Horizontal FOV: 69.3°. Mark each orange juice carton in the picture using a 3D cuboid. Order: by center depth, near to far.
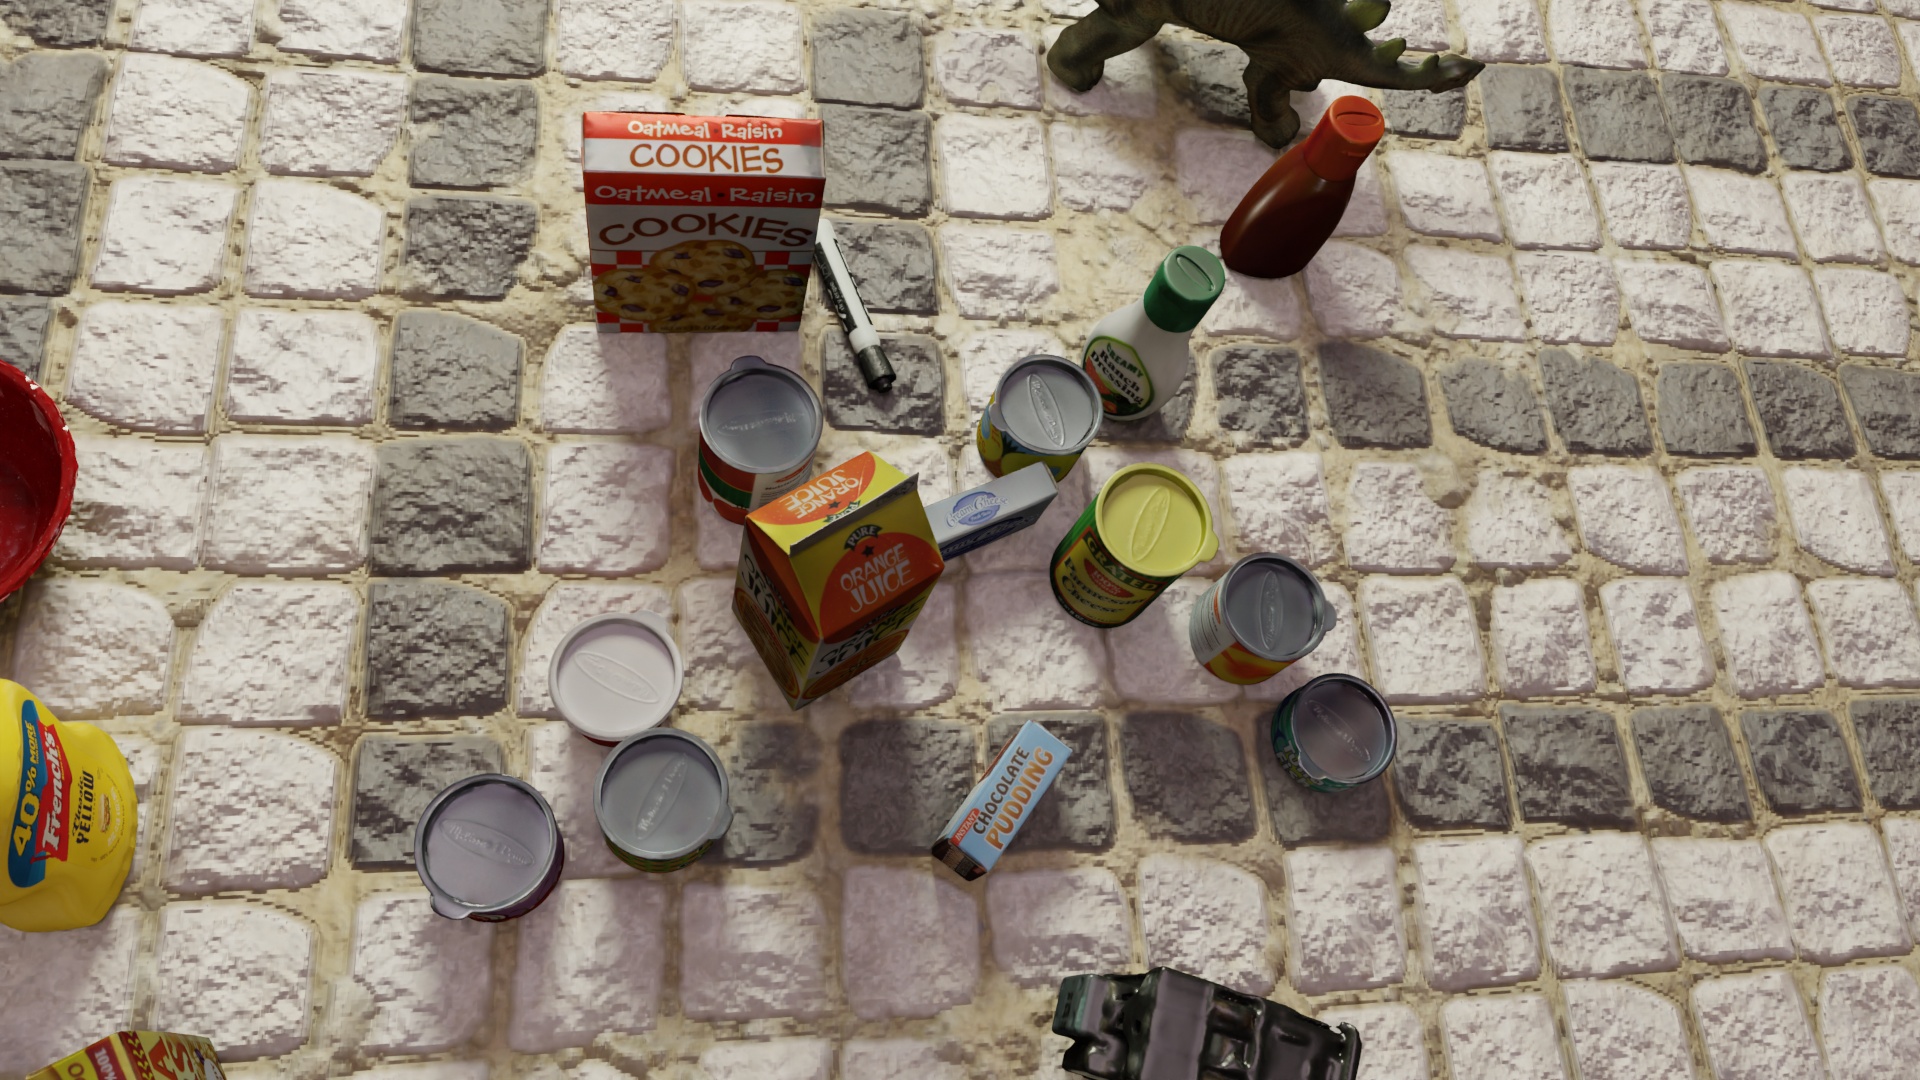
[{"bbox_3d":[-0.065,0.019,0.707,0.072,0.192,0.073,-29,78,-20],"label":"orange juice carton"}]

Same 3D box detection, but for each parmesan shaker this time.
[{"bbox_3d":[0.097,0.007,0.795,0.071,0.102,0.071,4,69,-11],"label":"parmesan shaker"}]

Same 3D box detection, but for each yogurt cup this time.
[{"bbox_3d":[-0.181,0.077,0.735,0.072,0.053,0.072,4,69,-11],"label":"yogurt cup"}]

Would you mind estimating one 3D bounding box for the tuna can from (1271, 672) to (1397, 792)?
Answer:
[{"bbox_3d":[0.218,0.115,0.817,0.071,0.032,0.071,4,68,-11],"label":"tuna can"}]

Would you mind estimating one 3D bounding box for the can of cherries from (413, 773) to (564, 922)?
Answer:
[{"bbox_3d":[-0.234,0.156,0.690,0.071,0.058,0.072,4,69,-11],"label":"can of cherries"}]

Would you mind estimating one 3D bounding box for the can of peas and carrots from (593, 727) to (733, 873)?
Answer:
[{"bbox_3d":[-0.152,0.136,0.716,0.071,0.058,0.071,4,69,-11],"label":"can of peas and carrots"}]

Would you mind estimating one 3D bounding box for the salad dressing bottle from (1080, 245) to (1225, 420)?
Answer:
[{"bbox_3d":[0.114,-0.122,0.825,0.044,0.147,0.064,-40,82,-22],"label":"salad dressing bottle"}]

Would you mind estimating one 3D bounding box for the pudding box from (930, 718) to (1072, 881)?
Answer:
[{"bbox_3d":[0.022,0.141,0.756,0.030,0.049,0.084,37,66,3],"label":"pudding box"}]

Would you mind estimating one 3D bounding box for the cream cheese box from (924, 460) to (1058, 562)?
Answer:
[{"bbox_3d":[0.003,-0.010,0.809,0.104,0.053,0.024,-22,76,-19],"label":"cream cheese box"}]

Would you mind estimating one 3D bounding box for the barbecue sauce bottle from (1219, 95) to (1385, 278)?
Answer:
[{"bbox_3d":[0.220,-0.223,0.886,0.065,0.148,0.044,0,70,-12],"label":"barbecue sauce bottle"}]

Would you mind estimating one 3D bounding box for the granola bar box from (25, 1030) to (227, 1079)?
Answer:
[{"bbox_3d":[-0.321,0.291,0.583,0.039,0.123,0.166,-25,76,-20],"label":"granola bar box"}]

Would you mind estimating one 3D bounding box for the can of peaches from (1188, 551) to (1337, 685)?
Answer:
[{"bbox_3d":[0.177,0.048,0.821,0.071,0.058,0.071,4,69,-11],"label":"can of peaches"}]

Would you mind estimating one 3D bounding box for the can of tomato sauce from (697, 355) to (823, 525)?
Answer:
[{"bbox_3d":[-0.116,-0.054,0.784,0.071,0.082,0.071,4,69,-11],"label":"can of tomato sauce"}]

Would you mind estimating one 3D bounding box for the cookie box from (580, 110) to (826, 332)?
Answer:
[{"bbox_3d":[-0.145,-0.174,0.778,0.123,0.166,0.040,-2,70,-13],"label":"cookie box"}]

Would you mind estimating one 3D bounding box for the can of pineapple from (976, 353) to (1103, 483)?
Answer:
[{"bbox_3d":[0.045,-0.071,0.839,0.071,0.057,0.071,4,69,-11],"label":"can of pineapple"}]
